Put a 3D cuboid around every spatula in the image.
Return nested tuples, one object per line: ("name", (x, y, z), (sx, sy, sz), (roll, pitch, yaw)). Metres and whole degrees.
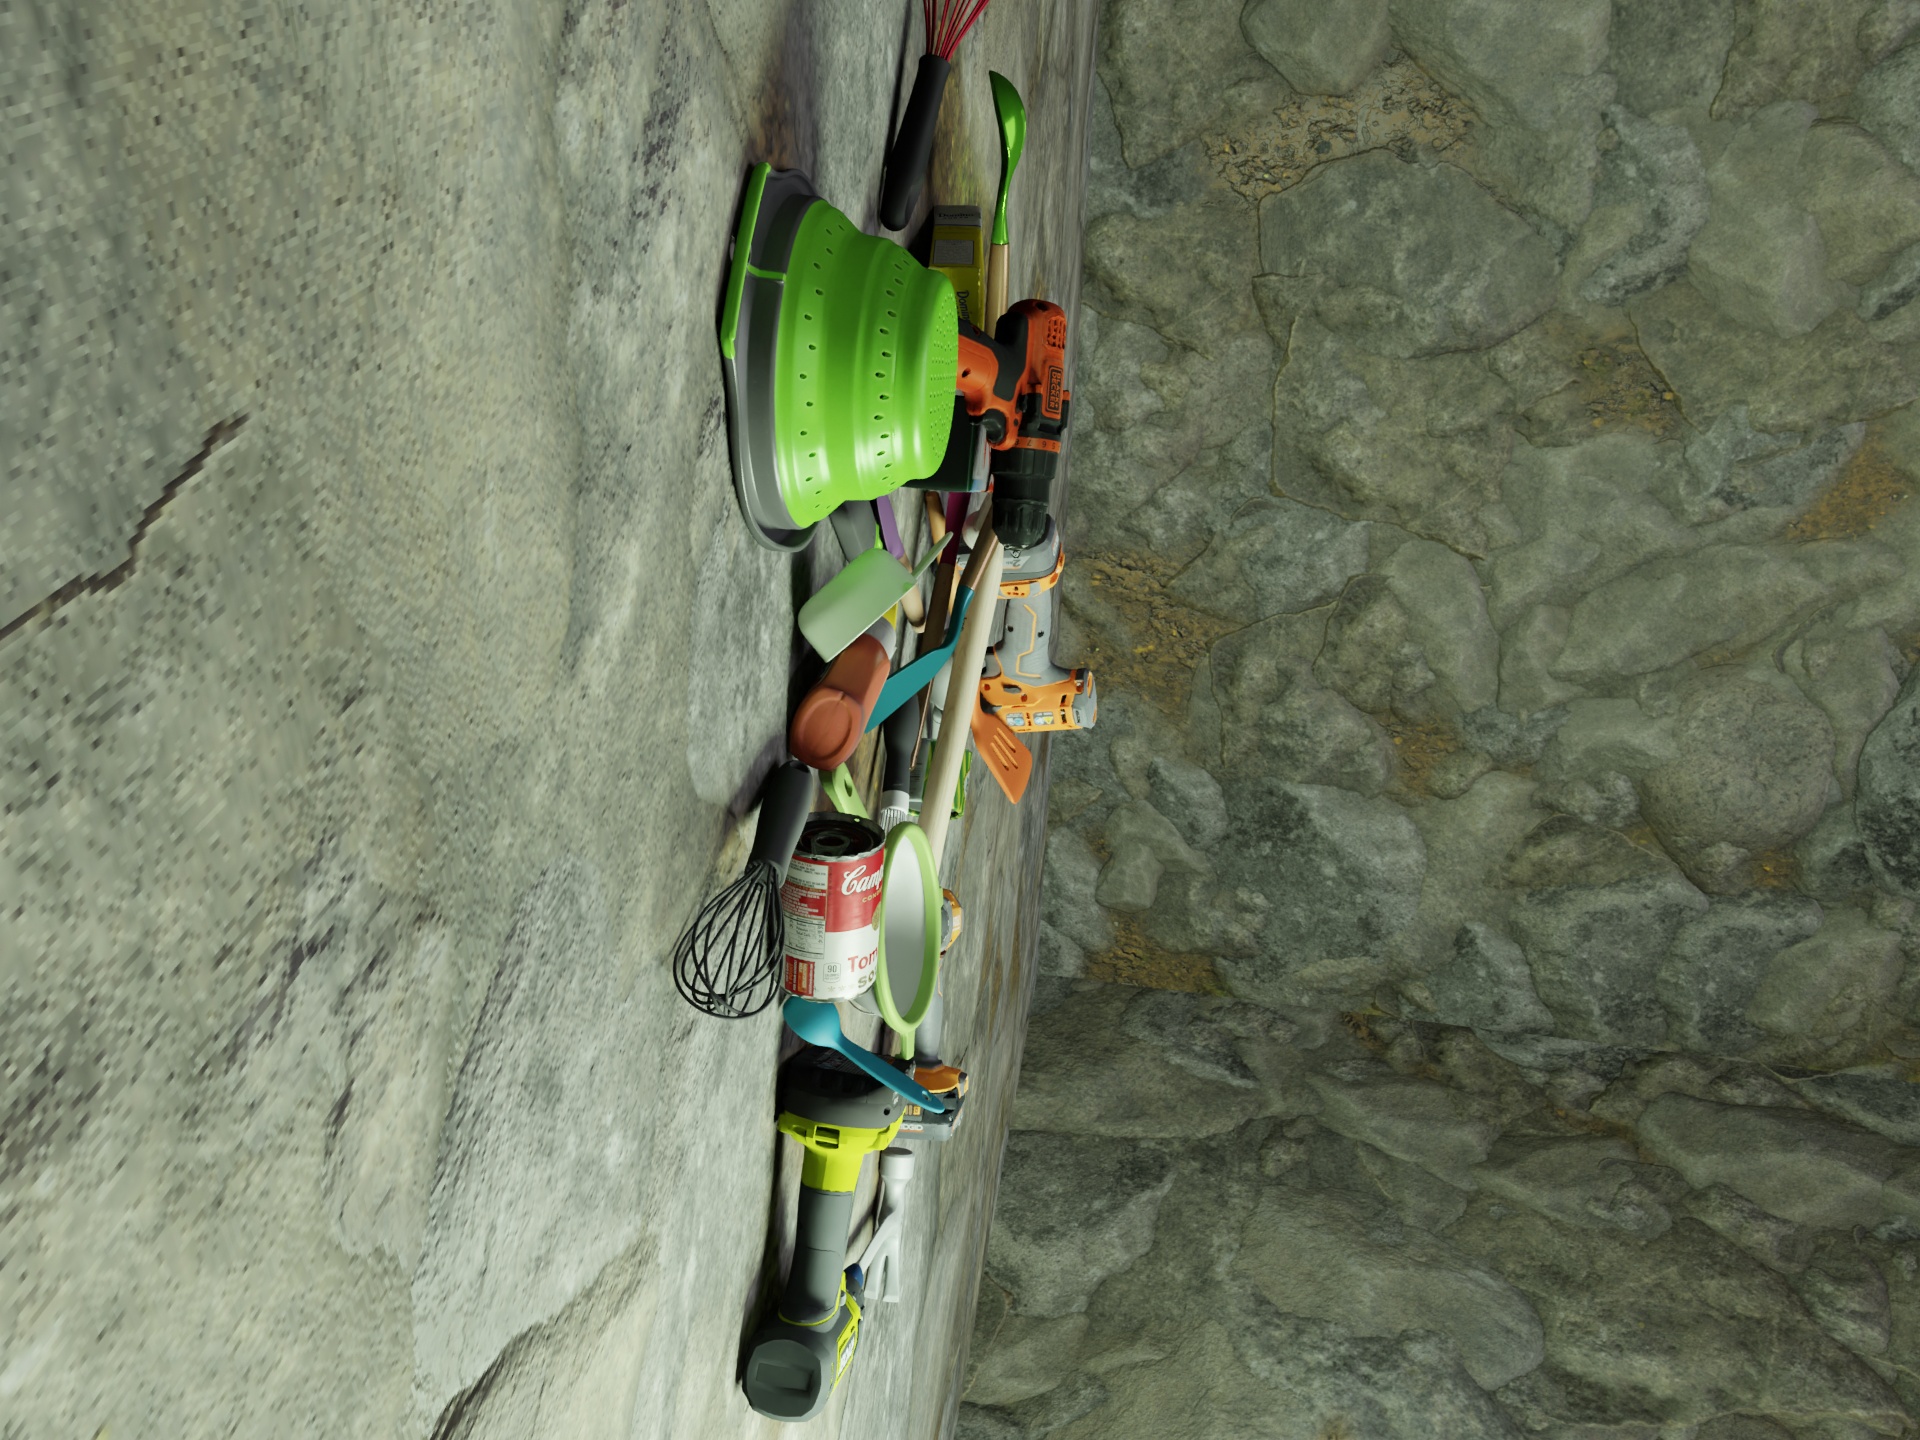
("spatula", (0.015, -0.069, 1.501), (0.081, 0.041, 0.322), (-65, 148, -52))
("spatula", (0.004, -0.130, 1.263), (0.082, 0.044, 0.318), (91, 22, -70))
("spatula", (-0.049, -0.123, 1.267), (0.315, 0.018, 0.060), (74, 8, -75))

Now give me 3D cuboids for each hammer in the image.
("hammer", (-0.002, -0.004, 1.338), (0.146, 0.038, 0.411), (142, -39, -74))
("hammer", (-0.091, 0.490, 1.389), (0.405, 0.035, 0.144), (18, 78, -83))

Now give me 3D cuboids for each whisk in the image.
("whisk", (-0.014, -0.482, 1.126), (0.073, 0.073, 0.296), (62, 41, -78))
("whisk", (-0.054, 0.097, 1.278), (0.070, 0.070, 0.285), (81, 11, -64))
("whisk", (-0.110, 0.084, 0.871), (0.239, 0.055, 0.055), (-81, 174, -63))

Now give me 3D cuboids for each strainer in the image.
("strainer", (-0.019, -0.009, 1.533), (0.258, 0.050, 0.087), (95, -17, -61))
("strainer", (-0.077, 0.114, 1.111), (0.256, 0.069, 0.152), (70, 23, -45))

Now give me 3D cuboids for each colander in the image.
("colander", (-0.047, -0.167, 0.944), (0.396, 0.094, 0.205), (73, 24, -72))

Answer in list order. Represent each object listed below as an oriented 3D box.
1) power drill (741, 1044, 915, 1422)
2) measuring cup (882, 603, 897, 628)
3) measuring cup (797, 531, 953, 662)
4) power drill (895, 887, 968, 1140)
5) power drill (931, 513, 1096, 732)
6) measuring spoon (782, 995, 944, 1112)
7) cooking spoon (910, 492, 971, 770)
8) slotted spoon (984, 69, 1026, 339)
("power drill", (-0.090, 0.352, 1.123), (0.190, 0.080, 0.228), (26, 73, -82))
("measuring cup", (-0.063, -0.087, 1.210), (0.156, 0.029, 0.062), (-128, -136, -83))
("measuring cup", (-0.049, -0.096, 1.014), (0.083, 0.038, 0.168), (-37, -170, 37))
("power drill", (-0.039, 0.266, 1.461), (0.185, 0.084, 0.226), (35, 57, -81))
("power drill", (0.038, -0.084, 1.566), (0.084, 0.164, 0.226), (-75, 156, -53))
("measuring spoon", (-0.060, 0.218, 1.056), (0.021, 0.128, 0.042), (-55, -177, 19))
("cooking spoon", (-0.016, -0.111, 1.394), (0.068, 0.017, 0.319), (69, 31, -77))
("slotted spoon", (0.032, -0.372, 1.318), (0.070, 0.031, 0.313), (-98, -171, -56))
